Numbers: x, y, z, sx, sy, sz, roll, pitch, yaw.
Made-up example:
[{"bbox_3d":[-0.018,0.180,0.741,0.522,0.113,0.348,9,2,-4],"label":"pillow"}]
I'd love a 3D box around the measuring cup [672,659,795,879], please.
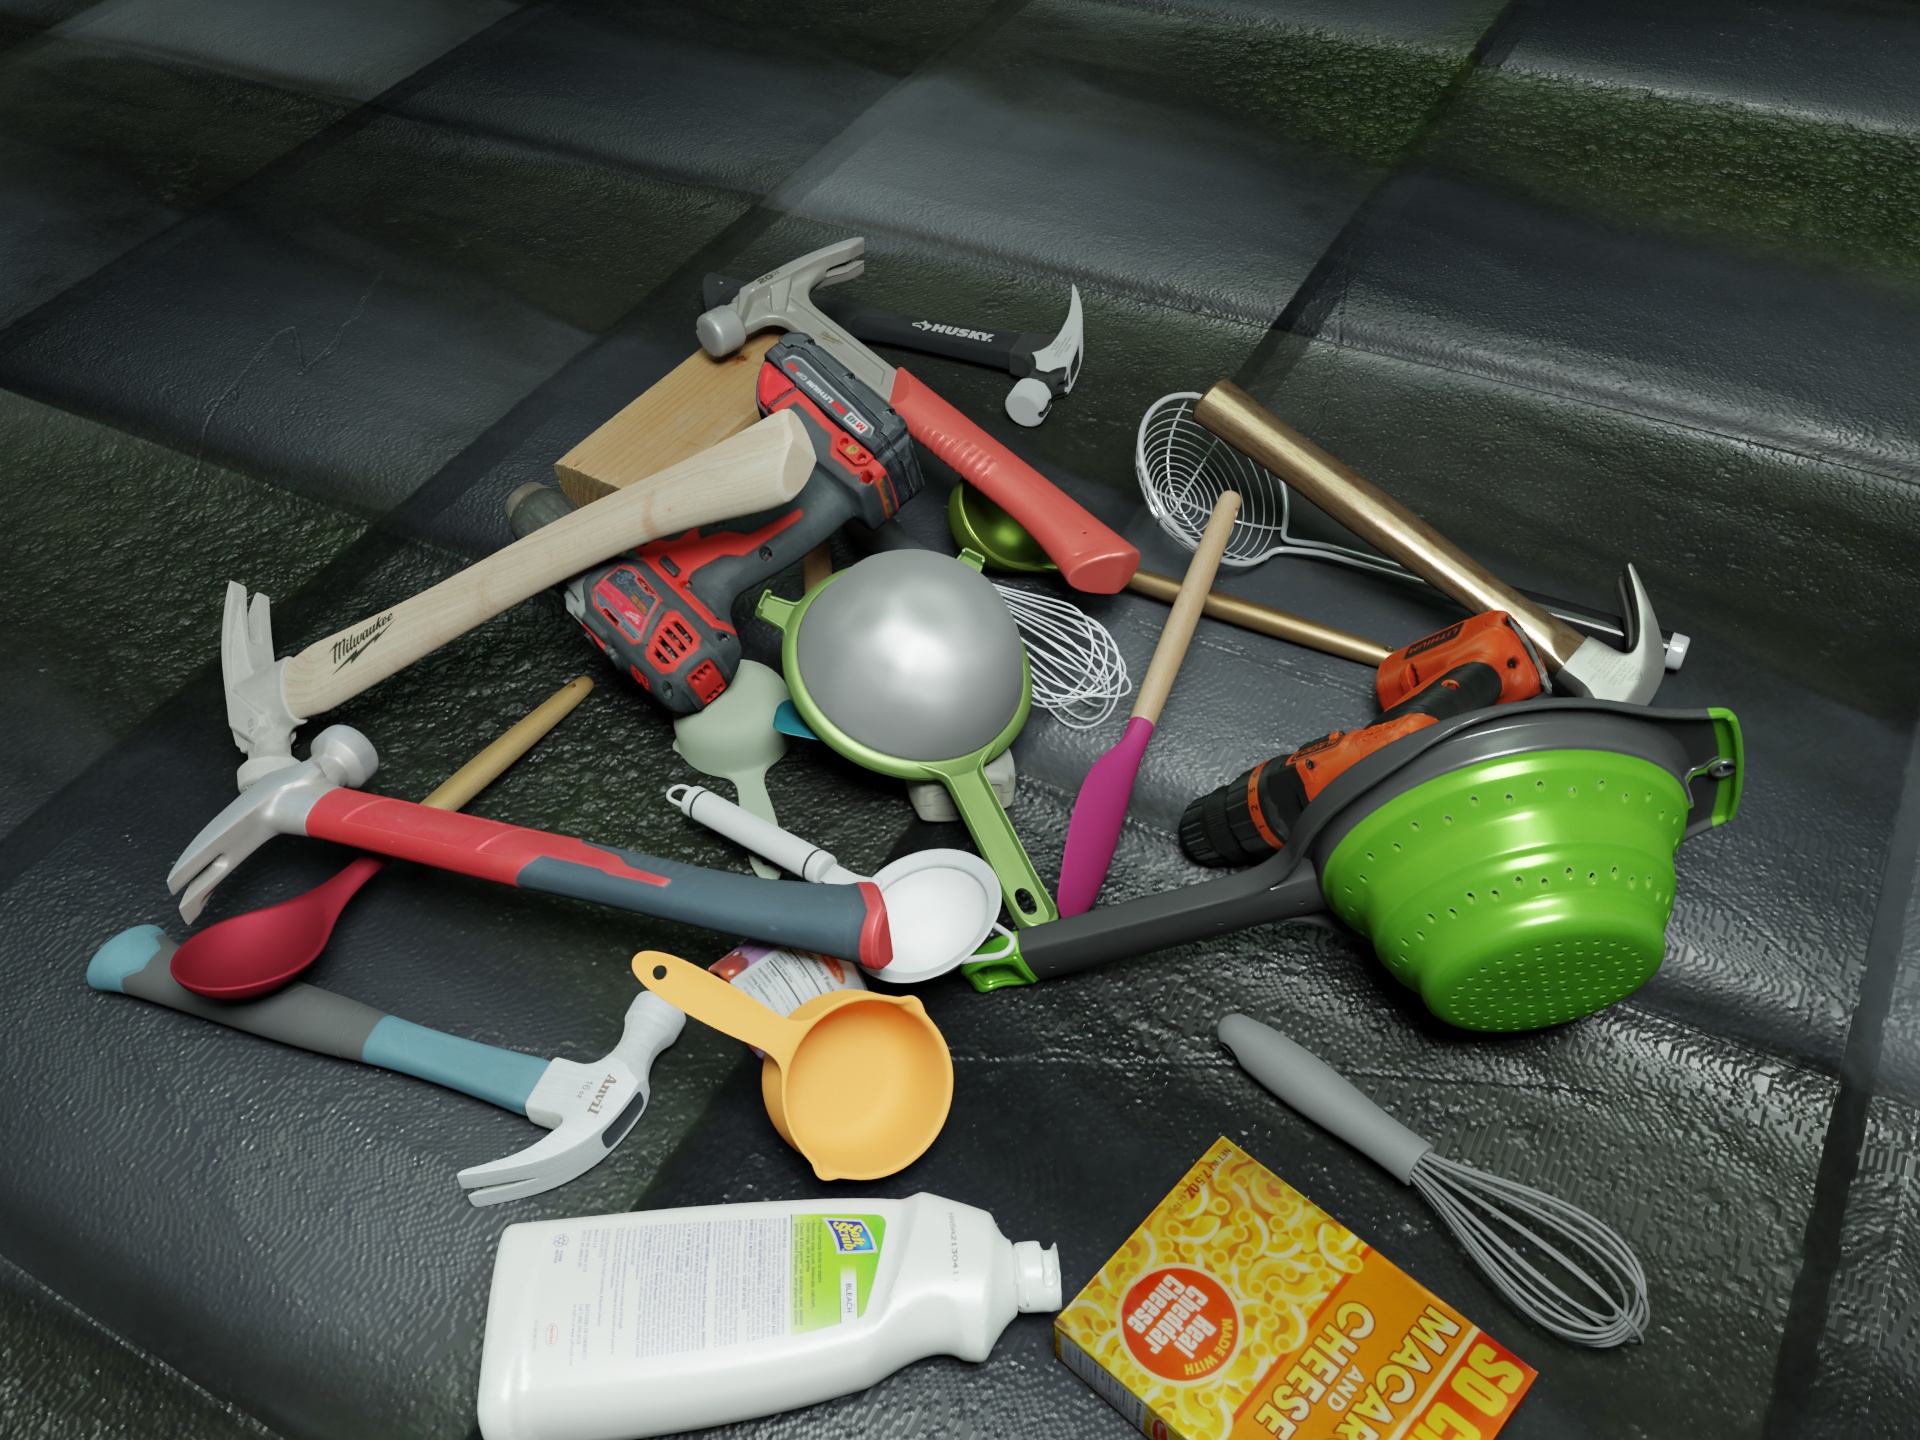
[{"bbox_3d":[-0.130,0.025,0.957,0.083,0.038,0.168,-13,45,-7],"label":"measuring cup"}]

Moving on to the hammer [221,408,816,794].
[{"bbox_3d":[-0.273,-0.092,0.948,0.410,0.038,0.146,-23,67,16],"label":"hammer"}]

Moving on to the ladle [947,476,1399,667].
[{"bbox_3d":[0.138,-0.095,1.037,0.320,0.062,0.078,20,45,18],"label":"ladle"}]

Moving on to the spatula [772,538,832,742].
[{"bbox_3d":[-0.087,-0.075,1.035,0.082,0.044,0.318,10,39,-16],"label":"spatula"}]

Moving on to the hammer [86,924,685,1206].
[{"bbox_3d":[-0.321,0.166,0.849,0.331,0.033,0.128,12,48,16],"label":"hammer"}]

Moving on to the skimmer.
[{"bbox_3d":[0.284,-0.119,1.021,0.363,0.090,0.127,20,51,22],"label":"skimmer"}]

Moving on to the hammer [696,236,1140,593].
[{"bbox_3d":[-0.012,-0.205,1.068,0.149,0.036,0.359,-35,62,-27],"label":"hammer"}]

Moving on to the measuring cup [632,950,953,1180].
[{"bbox_3d":[-0.087,0.154,0.767,0.173,0.052,0.095,33,75,-17],"label":"measuring cup"}]

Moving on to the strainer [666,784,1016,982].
[{"bbox_3d":[-0.070,0.084,0.874,0.259,0.050,0.087,24,59,32],"label":"strainer"}]

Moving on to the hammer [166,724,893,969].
[{"bbox_3d":[-0.220,0.084,0.827,0.386,0.038,0.143,10,38,19],"label":"hammer"}]

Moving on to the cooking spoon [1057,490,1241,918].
[{"bbox_3d":[0.115,-0.018,0.933,0.017,0.068,0.319,9,56,26],"label":"cooking spoon"}]

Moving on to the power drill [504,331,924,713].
[{"bbox_3d":[-0.156,-0.135,0.987,0.227,0.080,0.188,-44,70,-9],"label":"power drill"}]

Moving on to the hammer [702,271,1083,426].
[{"bbox_3d":[-0.060,-0.320,1.278,0.335,0.035,0.146,16,51,19],"label":"hammer"}]

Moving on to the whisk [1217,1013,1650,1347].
[{"bbox_3d":[0.215,0.209,0.751,0.055,0.055,0.239,-36,50,-26],"label":"whisk"}]

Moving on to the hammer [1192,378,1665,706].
[{"bbox_3d":[0.282,-0.110,0.982,0.331,0.031,0.130,40,75,18],"label":"hammer"}]

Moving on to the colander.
[{"bbox_3d":[0.190,0.108,0.780,0.397,0.204,0.095,-17,52,15],"label":"colander"}]

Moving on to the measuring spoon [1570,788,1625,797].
[{"bbox_3d":[0.384,0.040,0.919,0.124,0.018,0.034,-24,63,-26],"label":"measuring spoon"}]

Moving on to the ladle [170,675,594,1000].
[{"bbox_3d":[-0.319,0.060,0.926,0.069,0.031,0.315,17,42,24],"label":"ladle"}]

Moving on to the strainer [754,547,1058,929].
[{"bbox_3d":[-0.001,-0.003,0.886,0.151,0.069,0.257,-14,63,-25],"label":"strainer"}]

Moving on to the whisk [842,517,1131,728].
[{"bbox_3d":[0.005,-0.080,1.039,0.070,0.070,0.285,-33,47,-23],"label":"whisk"}]
